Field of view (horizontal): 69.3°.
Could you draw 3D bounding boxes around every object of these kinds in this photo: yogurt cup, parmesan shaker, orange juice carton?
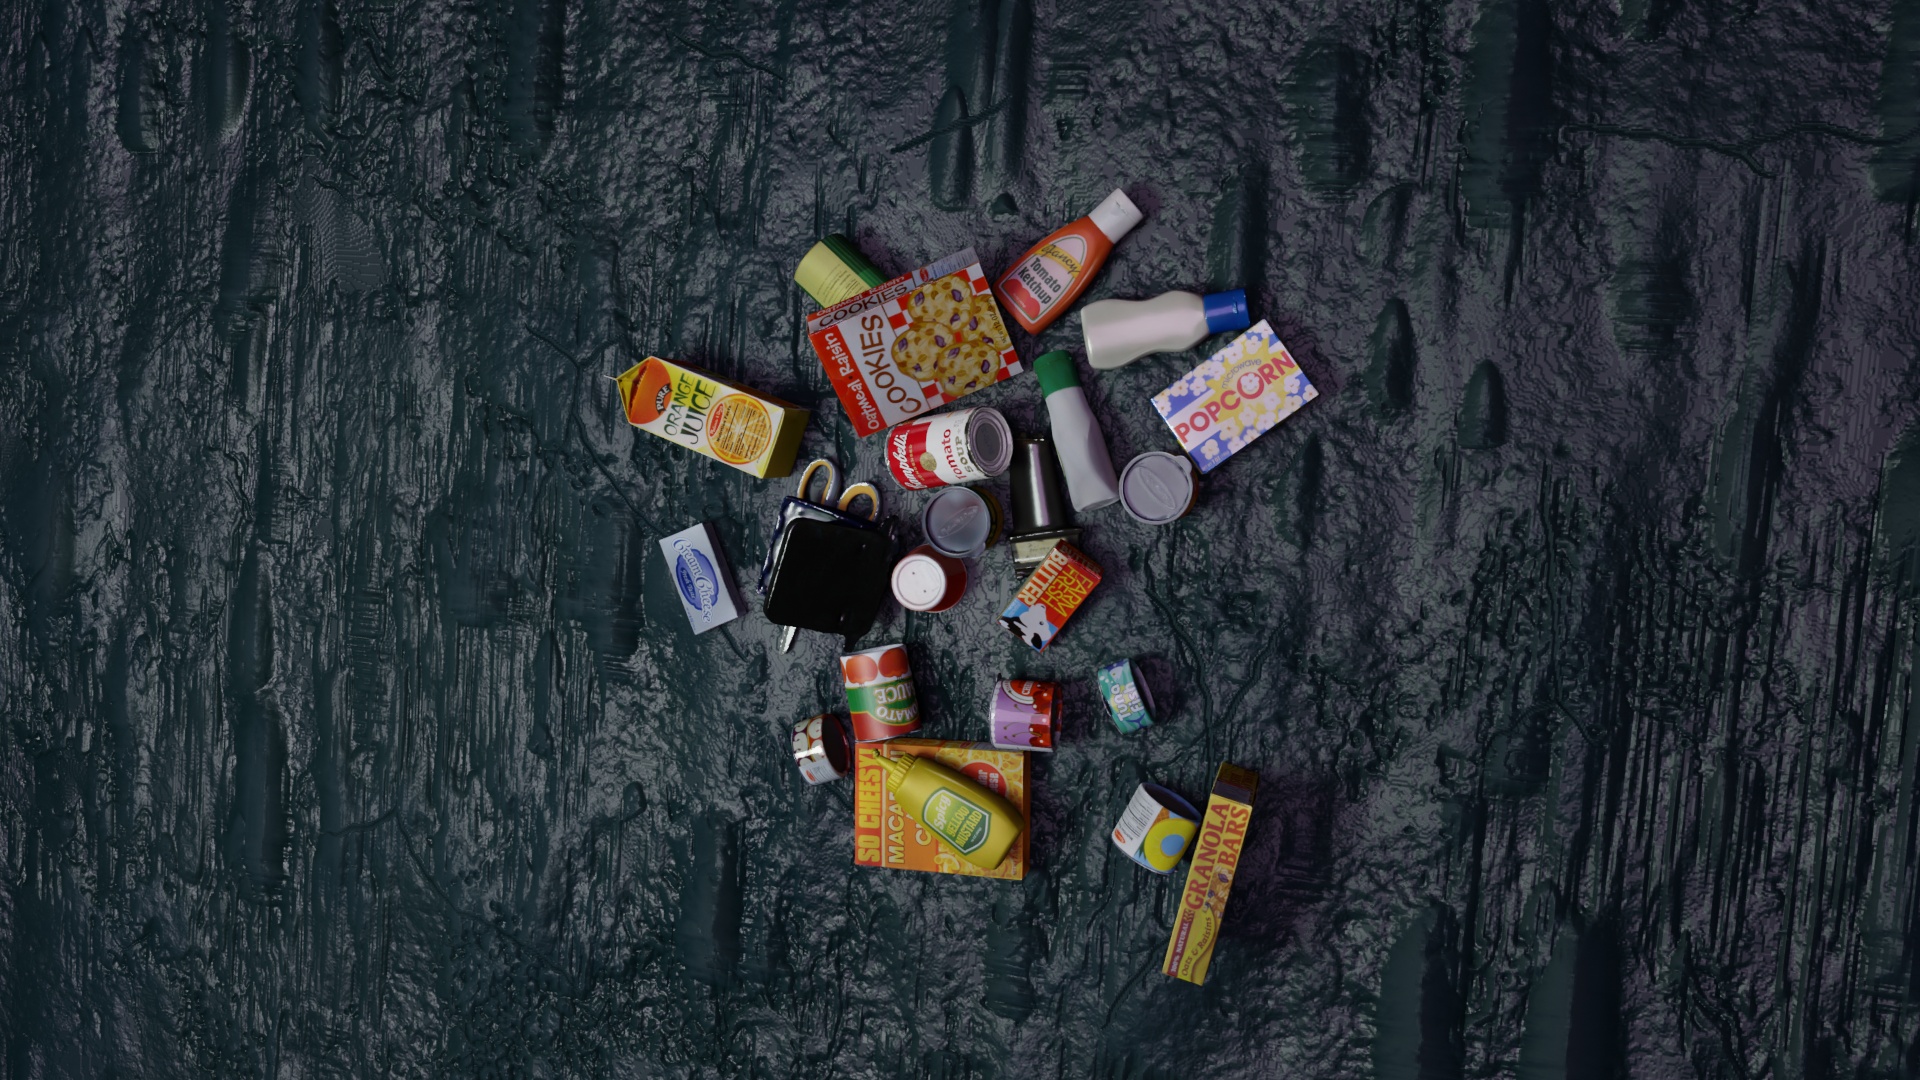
[{"bbox_3d":[-0.032,0.038,1.327,0.072,0.054,0.072,1,93,14],"label":"yogurt cup"},{"bbox_3d":[-0.098,-0.238,1.324,0.103,0.071,0.071,44,103,10],"label":"parmesan shaker"},{"bbox_3d":[-0.254,-0.128,1.369,0.193,0.072,0.073,22,99,13],"label":"orange juice carton"}]

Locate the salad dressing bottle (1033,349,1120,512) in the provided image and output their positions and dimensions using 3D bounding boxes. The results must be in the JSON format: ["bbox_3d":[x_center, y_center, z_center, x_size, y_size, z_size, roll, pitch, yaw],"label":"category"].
[{"bbox_3d":[0.106,-0.102,1.281,0.044,0.064,0.148,-21,79,22],"label":"salad dressing bottle"}]

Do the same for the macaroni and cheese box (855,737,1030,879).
[{"bbox_3d":[-0.017,0.256,1.341,0.166,0.040,0.123,2,93,15],"label":"macaroni and cheese box"}]

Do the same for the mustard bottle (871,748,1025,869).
[{"bbox_3d":[-0.020,0.242,1.293,0.160,0.049,0.065,31,99,11],"label":"mustard bottle"}]

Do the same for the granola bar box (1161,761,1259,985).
[{"bbox_3d":[0.225,0.293,1.233,0.039,0.124,0.165,15,97,14],"label":"granola bar box"}]

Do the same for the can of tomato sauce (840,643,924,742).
[{"bbox_3d":[-0.075,0.146,1.337,0.071,0.071,0.083,-11,90,16],"label":"can of tomato sauce"}]

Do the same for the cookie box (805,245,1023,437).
[{"bbox_3d":[-0.041,-0.180,1.276,0.167,0.040,0.122,-22,127,5],"label":"cookie box"}]

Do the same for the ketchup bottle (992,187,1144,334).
[{"bbox_3d":[0.102,-0.260,1.280,0.148,0.043,0.065,-42,83,13],"label":"ketchup bottle"}]

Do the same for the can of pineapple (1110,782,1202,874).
[{"bbox_3d":[0.182,0.264,1.275,0.071,0.071,0.057,30,100,12],"label":"can of pineapple"}]

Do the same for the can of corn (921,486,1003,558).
[{"bbox_3d":[0.005,-0.016,1.311,0.071,0.058,0.071,1,93,15],"label":"can of corn"}]

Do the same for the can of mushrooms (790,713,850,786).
[{"bbox_3d":[-0.136,0.202,1.359,0.033,0.071,0.071,-19,88,16],"label":"can of mushrooms"}]

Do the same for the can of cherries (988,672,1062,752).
[{"bbox_3d":[0.062,0.161,1.300,0.058,0.071,0.071,2,94,15],"label":"can of cherries"}]

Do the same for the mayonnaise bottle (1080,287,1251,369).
[{"bbox_3d":[0.187,-0.197,1.262,0.148,0.041,0.064,-9,92,14],"label":"mayonnaise bottle"}]

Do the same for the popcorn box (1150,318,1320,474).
[{"bbox_3d":[0.247,-0.128,1.250,0.126,0.038,0.085,-36,83,14],"label":"popcorn box"}]

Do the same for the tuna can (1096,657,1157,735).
[{"bbox_3d":[0.152,0.143,1.273,0.033,0.071,0.071,-24,87,14],"label":"tuna can"}]

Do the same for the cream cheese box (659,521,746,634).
[{"bbox_3d":[-0.261,0.037,1.405,0.053,0.024,0.104,-22,87,14],"label":"cream cheese box"}]

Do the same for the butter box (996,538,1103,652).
[{"bbox_3d":[0.083,0.052,1.293,0.053,0.024,0.103,36,118,-1],"label":"butter box"}]

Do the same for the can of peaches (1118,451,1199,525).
[{"bbox_3d":[0.183,-0.049,1.261,0.071,0.058,0.071,1,93,15],"label":"can of peaches"}]
